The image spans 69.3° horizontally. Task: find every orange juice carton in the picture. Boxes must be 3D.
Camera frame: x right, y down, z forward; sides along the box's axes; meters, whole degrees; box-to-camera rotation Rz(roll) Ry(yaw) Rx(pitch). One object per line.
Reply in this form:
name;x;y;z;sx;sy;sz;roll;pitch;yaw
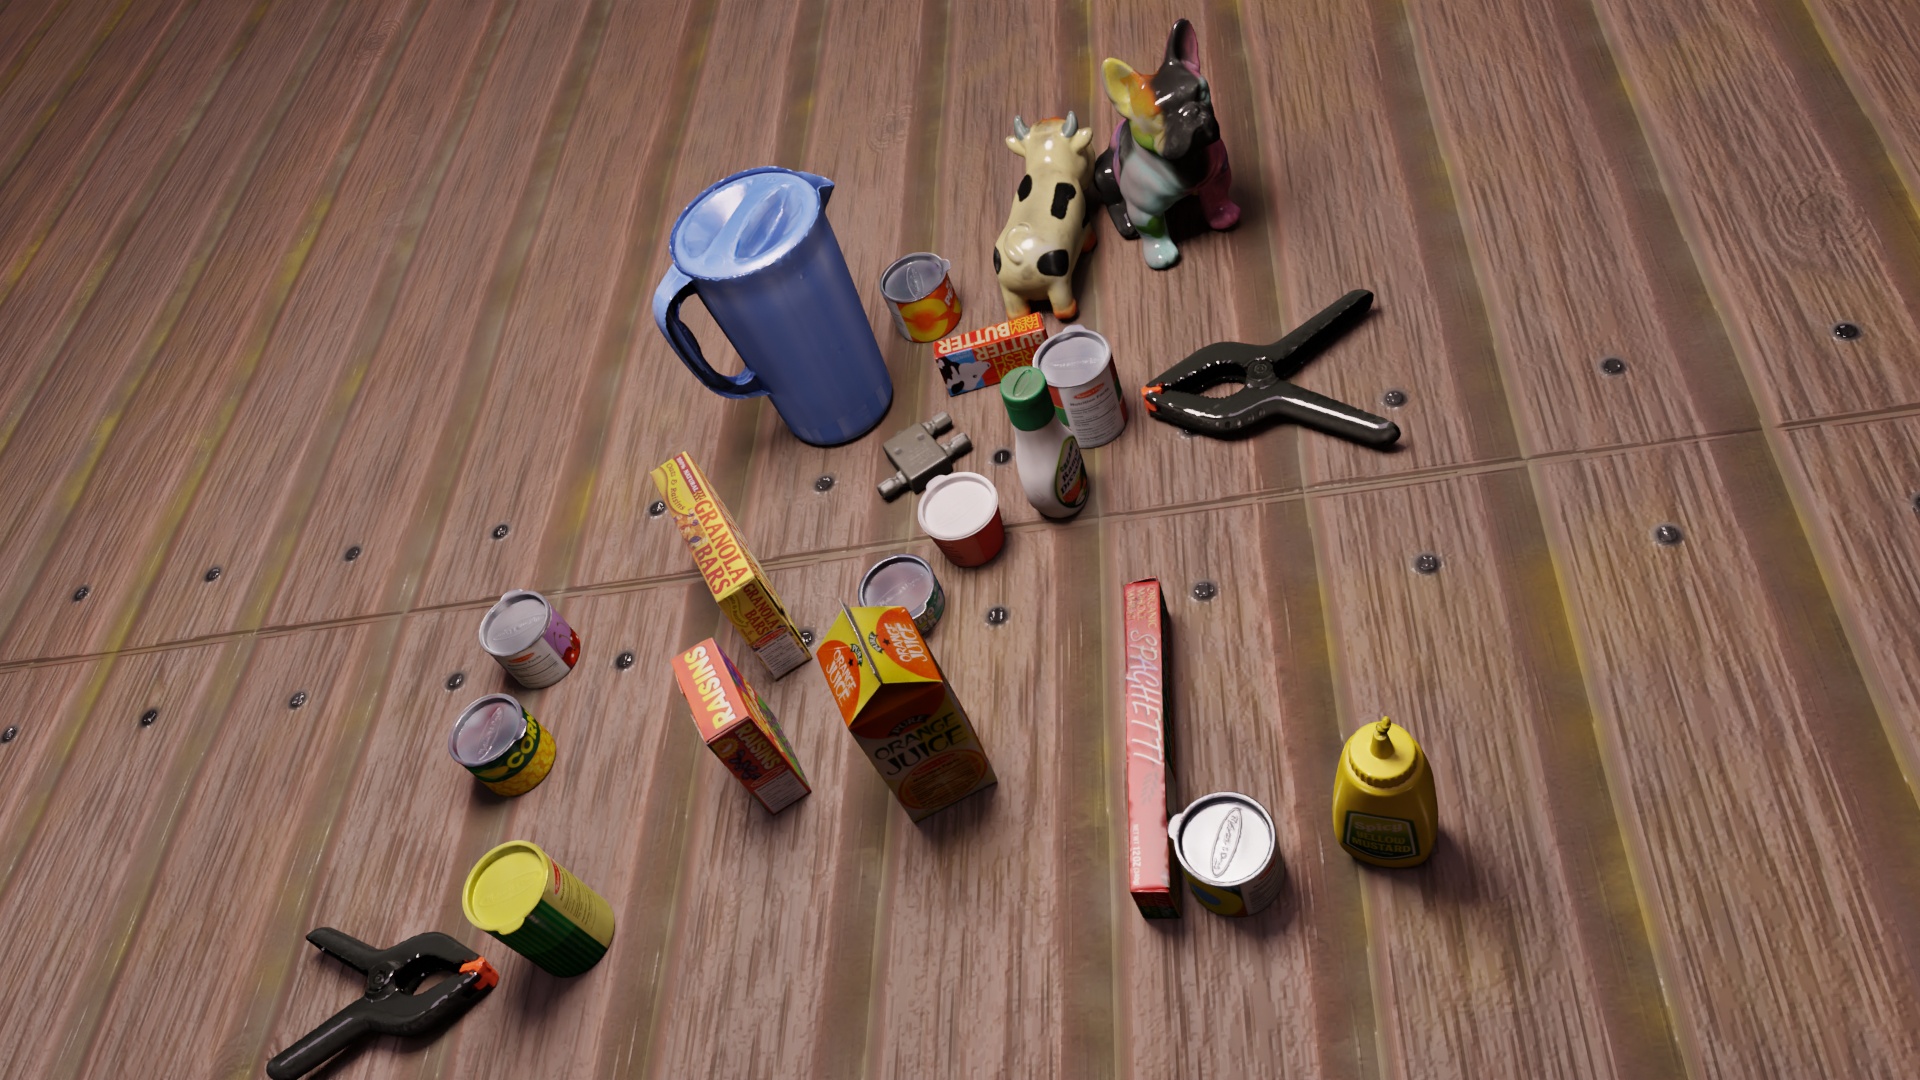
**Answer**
orange juice carton;-0.042;0.116;0.980;0.073;0.191;0.072;-27;50;-2

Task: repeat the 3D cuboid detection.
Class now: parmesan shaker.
parmesan shaker;-0.305;0.273;1.011;0.071;0.102;0.071;-10;52;13

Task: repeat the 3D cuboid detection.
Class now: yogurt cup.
yogurt cup;0.004;-0.014;1.154;0.072;0.053;0.073;-10;52;13

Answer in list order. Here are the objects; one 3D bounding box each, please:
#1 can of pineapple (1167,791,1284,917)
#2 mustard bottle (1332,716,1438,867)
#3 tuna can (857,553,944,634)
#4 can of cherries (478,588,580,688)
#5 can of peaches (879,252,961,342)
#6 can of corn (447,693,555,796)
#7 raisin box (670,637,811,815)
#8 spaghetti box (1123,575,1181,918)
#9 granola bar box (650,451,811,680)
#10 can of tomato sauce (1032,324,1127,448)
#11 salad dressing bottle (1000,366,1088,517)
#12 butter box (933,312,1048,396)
can of pineapple;0.177;0.207;0.921;0.071;0.057;0.071;-10;52;13
mustard bottle;0.263;0.153;0.866;0.065;0.159;0.049;4;56;22
tuna can;-0.047;0.048;1.138;0.071;0.032;0.071;-10;52;12
can of cherries;-0.373;0.085;1.208;0.071;0.058;0.072;-10;52;13
can of peaches;-0.035;-0.233;1.332;0.071;0.057;0.071;-10;52;13
can of corn;-0.374;0.169;1.144;0.071;0.058;0.071;-10;52;13
raisin box;-0.166;0.141;1.049;0.040;0.123;0.086;-30;50;-4
spaghetti box;0.136;0.141;0.991;0.028;0.050;0.251;-7;52;14
granola bar box;-0.190;0.020;1.150;0.039;0.123;0.166;-32;50;-5
can of tomato sauce;0.104;-0.131;1.188;0.071;0.082;0.071;-10;52;13
salad dressing bottle;0.067;-0.078;1.119;0.044;0.147;0.064;12;59;27
butter box;0.031;-0.169;1.263;0.103;0.053;0.024;-15;51;8
